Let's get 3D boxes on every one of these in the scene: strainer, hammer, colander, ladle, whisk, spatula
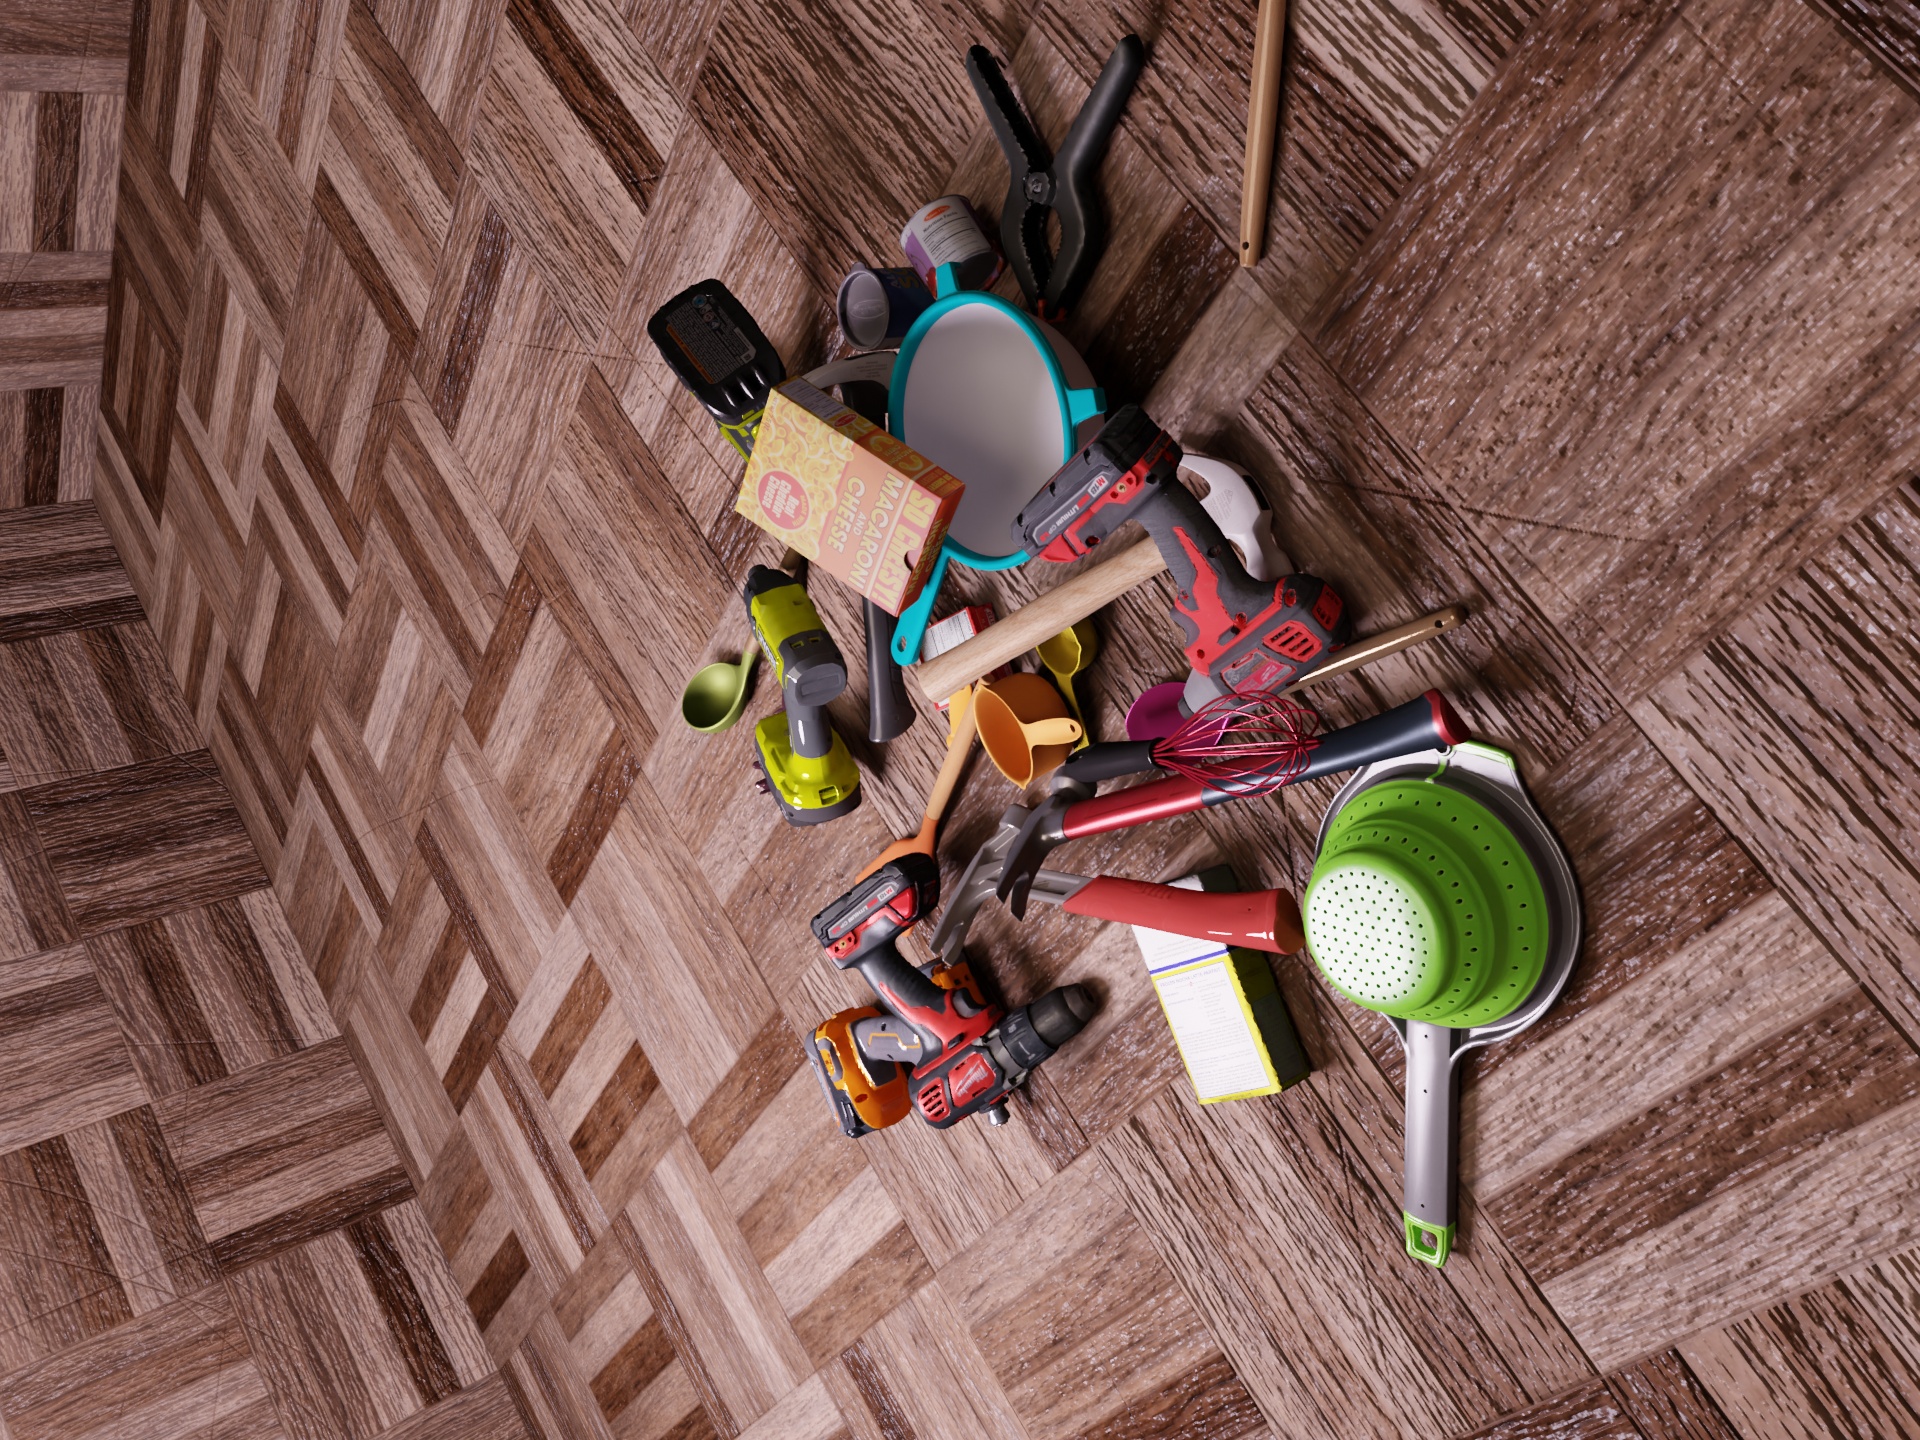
[{"bbox_3d":[0.025,-0.182,1.277,0.211,0.095,0.340,48,136,29],"label":"strainer"},{"bbox_3d":[-0.077,-0.143,1.362,0.035,0.146,0.334,25,122,58],"label":"hammer"},{"bbox_3d":[0.091,-0.097,1.220,0.331,0.031,0.130,-28,78,34],"label":"hammer"},{"bbox_3d":[0.304,0.209,1.087,0.205,0.094,0.397,12,111,46],"label":"colander"},{"bbox_3d":[-0.212,-0.087,1.571,0.320,0.062,0.078,125,144,-51],"label":"ladle"},{"bbox_3d":[0.183,0.055,1.140,0.386,0.143,0.038,-20,120,46],"label":"hammer"},{"bbox_3d":[0.153,0.022,1.130,0.296,0.073,0.073,-11,94,63],"label":"whisk"},{"bbox_3d":[0.116,0.146,1.229,0.036,0.149,0.359,41,159,-30],"label":"hammer"},{"bbox_3d":[-0.025,0.074,1.440,0.081,0.041,0.322,45,140,22],"label":"spatula"},{"bbox_3d":[0.194,-0.457,1.030,0.082,0.044,0.317,20,118,40],"label":"spatula"}]

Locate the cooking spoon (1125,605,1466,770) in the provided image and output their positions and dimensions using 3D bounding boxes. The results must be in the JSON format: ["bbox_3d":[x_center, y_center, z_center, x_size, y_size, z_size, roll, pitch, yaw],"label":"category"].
[{"bbox_3d":[0.231,-0.026,1.151,0.319,0.017,0.069,-25,86,50],"label":"cooking spoon"}]

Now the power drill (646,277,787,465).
[{"bbox_3d":[-0.177,-0.266,1.414,0.191,0.080,0.228,52,177,24],"label":"power drill"}]

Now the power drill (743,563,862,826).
[{"bbox_3d":[-0.152,-0.025,1.479,0.223,0.080,0.171,89,157,-44],"label":"power drill"}]

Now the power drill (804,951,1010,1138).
[{"bbox_3d":[-0.043,0.331,1.536,0.226,0.084,0.164,-34,77,44],"label":"power drill"}]

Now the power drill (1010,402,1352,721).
[{"bbox_3d":[0.149,-0.097,1.102,0.219,0.078,0.143,44,130,-6],"label":"power drill"}]

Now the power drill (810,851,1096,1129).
[{"bbox_3d":[-0.006,0.227,1.410,0.188,0.080,0.227,-37,80,17],"label":"power drill"}]

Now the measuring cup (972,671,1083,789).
[{"bbox_3d":[0.072,0.001,1.277,0.174,0.052,0.095,-8,107,65],"label":"measuring cup"}]

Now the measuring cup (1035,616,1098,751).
[{"bbox_3d":[0.099,-0.022,1.304,0.062,0.029,0.156,13,124,53],"label":"measuring cup"}]

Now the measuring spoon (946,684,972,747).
[{"bbox_3d":[-0.002,-0.004,1.390,0.021,0.011,0.116,17,149,8],"label":"measuring spoon"}]

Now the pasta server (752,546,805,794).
[{"bbox_3d":[-0.175,-0.074,1.580,0.060,0.040,0.316,-128,40,-60],"label":"pasta server"}]
